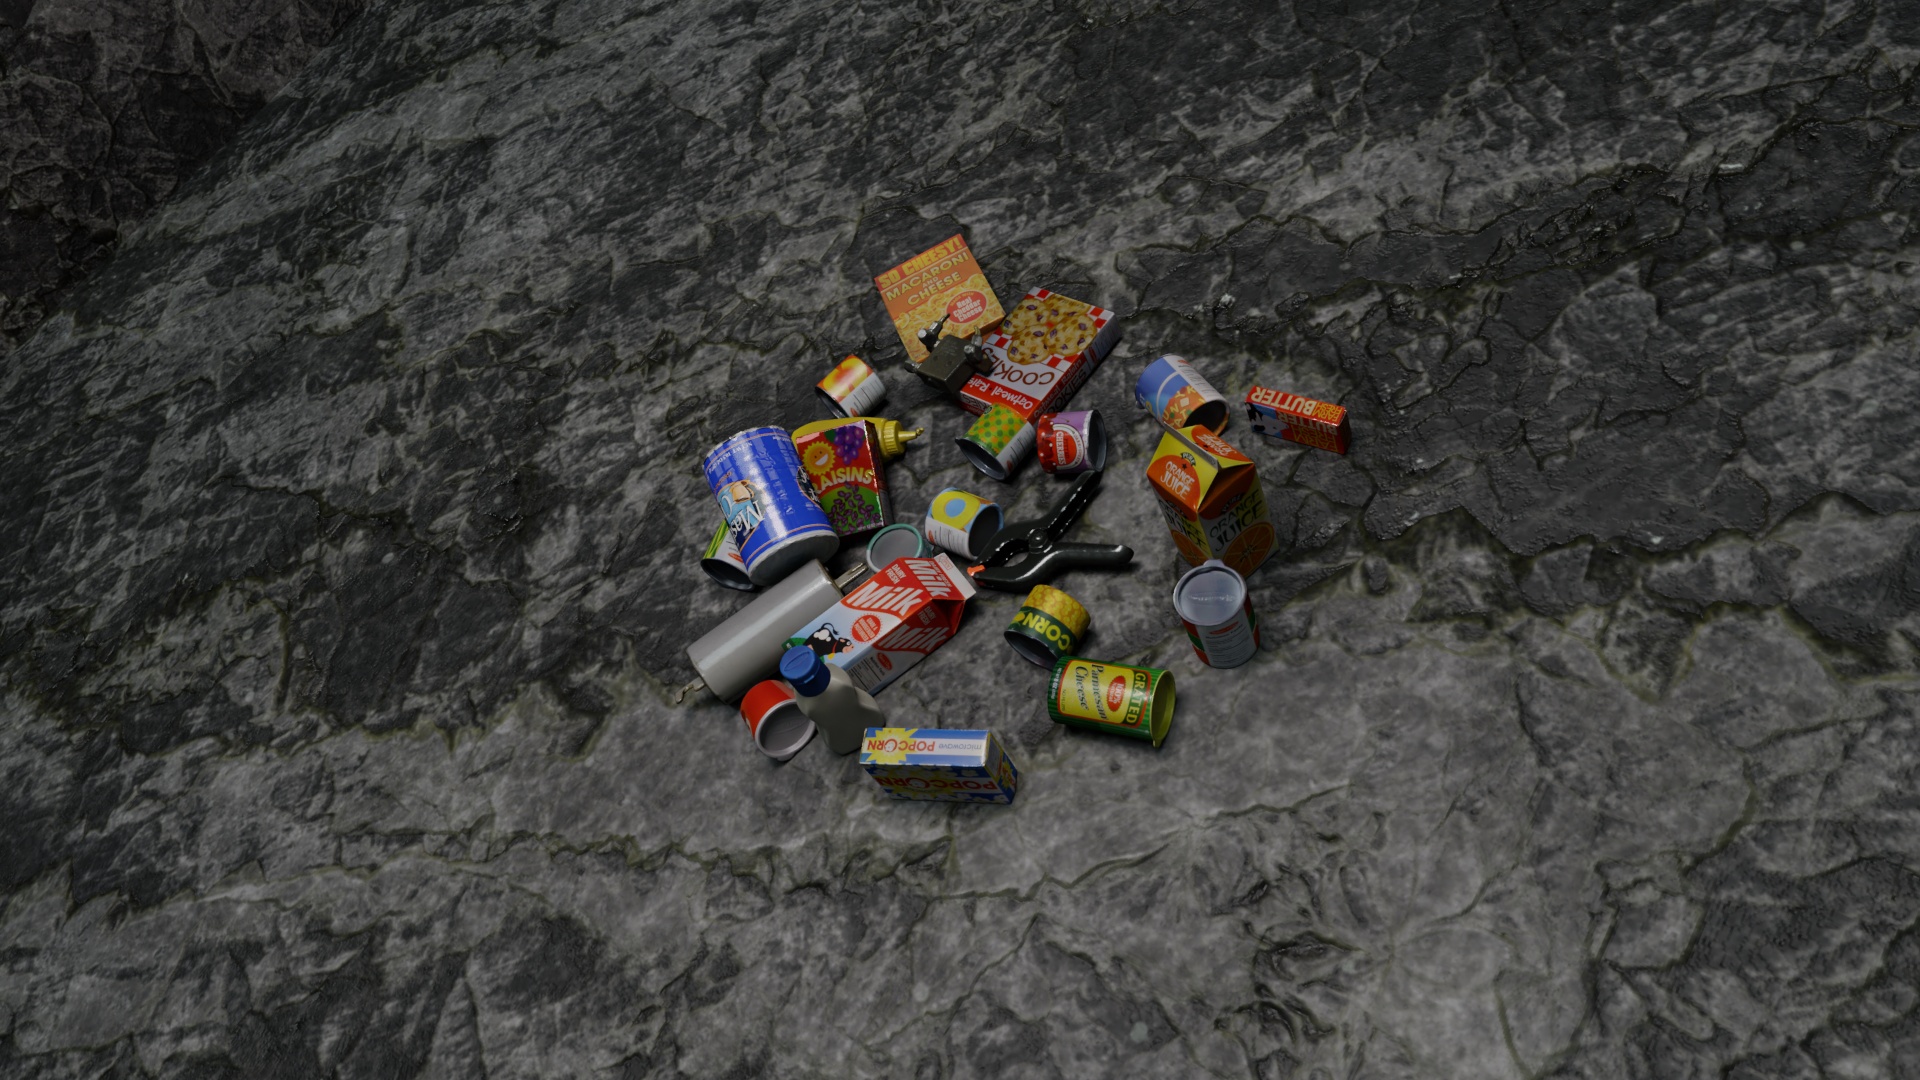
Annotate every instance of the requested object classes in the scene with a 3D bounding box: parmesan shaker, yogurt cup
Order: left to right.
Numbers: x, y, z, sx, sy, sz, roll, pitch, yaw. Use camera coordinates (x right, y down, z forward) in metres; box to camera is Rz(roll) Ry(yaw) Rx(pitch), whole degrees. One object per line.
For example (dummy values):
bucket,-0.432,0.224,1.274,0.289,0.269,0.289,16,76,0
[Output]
yogurt cup,-0.187,0.177,1.405,0.072,0.072,0.054,-42,43,-9
parmesan shaker,0.139,0.148,1.286,0.103,0.071,0.071,6,59,27

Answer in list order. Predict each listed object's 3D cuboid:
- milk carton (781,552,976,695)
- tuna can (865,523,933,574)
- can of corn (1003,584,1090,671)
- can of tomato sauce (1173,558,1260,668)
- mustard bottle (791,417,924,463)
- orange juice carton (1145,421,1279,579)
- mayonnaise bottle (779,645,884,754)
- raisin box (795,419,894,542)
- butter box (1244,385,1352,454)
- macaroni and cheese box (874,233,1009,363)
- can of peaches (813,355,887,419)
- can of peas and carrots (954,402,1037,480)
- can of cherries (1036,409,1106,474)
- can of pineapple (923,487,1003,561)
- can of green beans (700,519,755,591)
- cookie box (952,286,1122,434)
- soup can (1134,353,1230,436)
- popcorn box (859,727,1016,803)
milk carton,-0.077,0.088,1.415,0.191,0.073,0.072,-36,50,-5
tuna can,-0.064,0.015,1.488,0.071,0.032,0.071,-11,53,16
can of corn,0.086,0.084,1.351,0.071,0.071,0.058,21,66,33
can of tomato sauce,0.239,0.069,1.288,0.071,0.082,0.071,-11,53,15
mustard bottle,-0.115,-0.110,1.590,0.160,0.048,0.065,-7,58,17
orange juice carton,0.234,-0.038,1.296,0.073,0.192,0.072,-41,52,-7
mayonnaise bottle,-0.127,0.152,1.342,0.065,0.147,0.041,-36,50,-4
raisin box,-0.127,-0.063,1.535,0.086,0.040,0.123,-14,80,15
butter box,0.341,-0.122,1.402,0.103,0.053,0.024,19,68,33
macaroni and cheese box,-0.022,-0.283,1.680,0.124,0.040,0.167,-27,51,3
can of peaches,-0.130,-0.176,1.632,0.058,0.071,0.071,-44,51,-11
can of peas and carrots,0.039,-0.109,1.511,0.071,0.070,0.059,29,71,36
can of cherries,0.117,-0.104,1.473,0.058,0.071,0.072,-2,56,22
can of pineapple,0.005,-0.018,1.462,0.058,0.070,0.071,22,67,33
can of green beans,-0.247,0.015,1.545,0.071,0.071,0.058,8,59,28
cookie box,0.084,-0.203,1.577,0.123,0.040,0.168,27,69,37
soup can,0.231,-0.143,1.457,0.071,0.071,0.084,-34,51,-3
popcorn box,-0.020,0.210,1.295,0.126,0.085,0.038,-2,57,22
